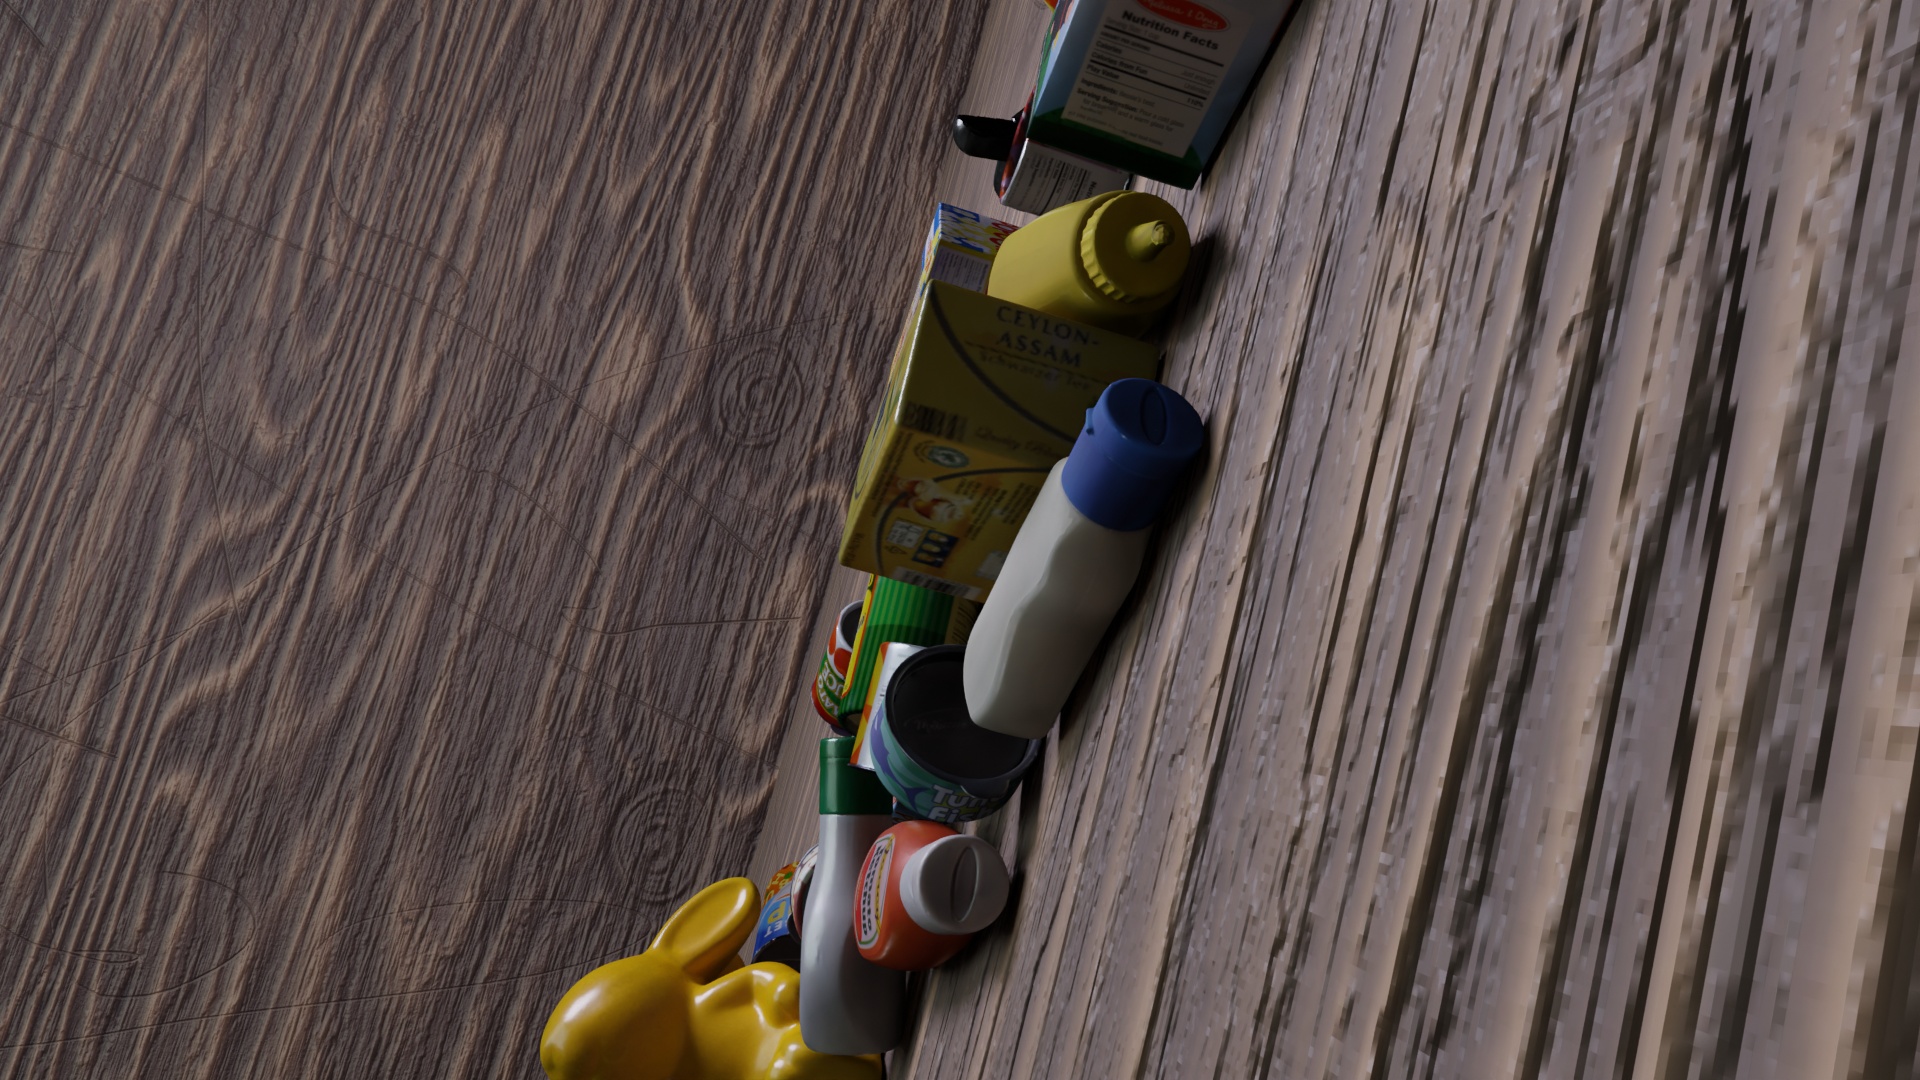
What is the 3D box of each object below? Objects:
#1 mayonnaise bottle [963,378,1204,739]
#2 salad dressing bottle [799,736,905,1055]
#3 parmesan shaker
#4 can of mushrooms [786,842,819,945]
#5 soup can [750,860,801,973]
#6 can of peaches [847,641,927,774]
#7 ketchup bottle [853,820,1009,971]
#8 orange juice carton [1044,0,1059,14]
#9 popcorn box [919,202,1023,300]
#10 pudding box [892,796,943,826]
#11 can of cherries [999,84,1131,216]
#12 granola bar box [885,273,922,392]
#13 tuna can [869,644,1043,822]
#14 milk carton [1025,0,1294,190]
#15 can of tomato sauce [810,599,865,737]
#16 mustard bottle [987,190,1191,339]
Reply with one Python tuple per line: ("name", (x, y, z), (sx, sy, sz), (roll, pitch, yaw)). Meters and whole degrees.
("mayonnaise bottle", (0.041, 0.007, 0.494), (0.147, 0.041, 0.065), (115, 167, -45))
("salad dressing bottle", (-0.052, 0.171, 0.679), (0.064, 0.044, 0.148), (22, -115, -62))
("parmesan shaker", (-0.028, 0.059, 0.780), (0.071, 0.071, 0.103), (120, 165, -62))
("can of mushrooms", (-0.058, 0.190, 0.727), (0.033, 0.071, 0.071), (161, 124, -79))
("soup can", (-0.101, 0.259, 0.917), (0.084, 0.071, 0.071), (-92, 19, -68))
("can of peaches", (-0.011, 0.082, 0.626), (0.071, 0.071, 0.058), (139, 146, -77))
("ketchup bottle", (-0.013, 0.148, 0.586), (0.148, 0.043, 0.065), (127, 154, -69))
("orange juice carton", (0.092, -0.337, 0.711), (0.071, 0.073, 0.193), (131, 153, -73))
("popcorn box", (0.022, -0.155, 0.798), (0.127, 0.085, 0.038), (-91, 19, -67))
("pudding box", (-0.024, 0.133, 0.747), (0.083, 0.030, 0.050), (119, 164, -61))
("can of cherries", (0.058, -0.204, 0.738), (0.071, 0.058, 0.071), (-162, 87, -82))
("granola bar box", (-0.024, -0.096, 0.878), (0.166, 0.039, 0.123), (-81, 10, -45))
("tuna can", (-0.001, 0.080, 0.559), (0.032, 0.071, 0.071), (113, 170, -47))
("milk carton", (0.089, -0.226, 0.494), (0.189, 0.073, 0.073), (116, 167, -54))
("can of tomato sauce", (-0.072, 0.096, 1.046), (0.071, 0.071, 0.082), (-82, 11, -47))
("mustard bottle", (0.056, -0.107, 0.548), (0.160, 0.065, 0.049), (179, 101, -76))
